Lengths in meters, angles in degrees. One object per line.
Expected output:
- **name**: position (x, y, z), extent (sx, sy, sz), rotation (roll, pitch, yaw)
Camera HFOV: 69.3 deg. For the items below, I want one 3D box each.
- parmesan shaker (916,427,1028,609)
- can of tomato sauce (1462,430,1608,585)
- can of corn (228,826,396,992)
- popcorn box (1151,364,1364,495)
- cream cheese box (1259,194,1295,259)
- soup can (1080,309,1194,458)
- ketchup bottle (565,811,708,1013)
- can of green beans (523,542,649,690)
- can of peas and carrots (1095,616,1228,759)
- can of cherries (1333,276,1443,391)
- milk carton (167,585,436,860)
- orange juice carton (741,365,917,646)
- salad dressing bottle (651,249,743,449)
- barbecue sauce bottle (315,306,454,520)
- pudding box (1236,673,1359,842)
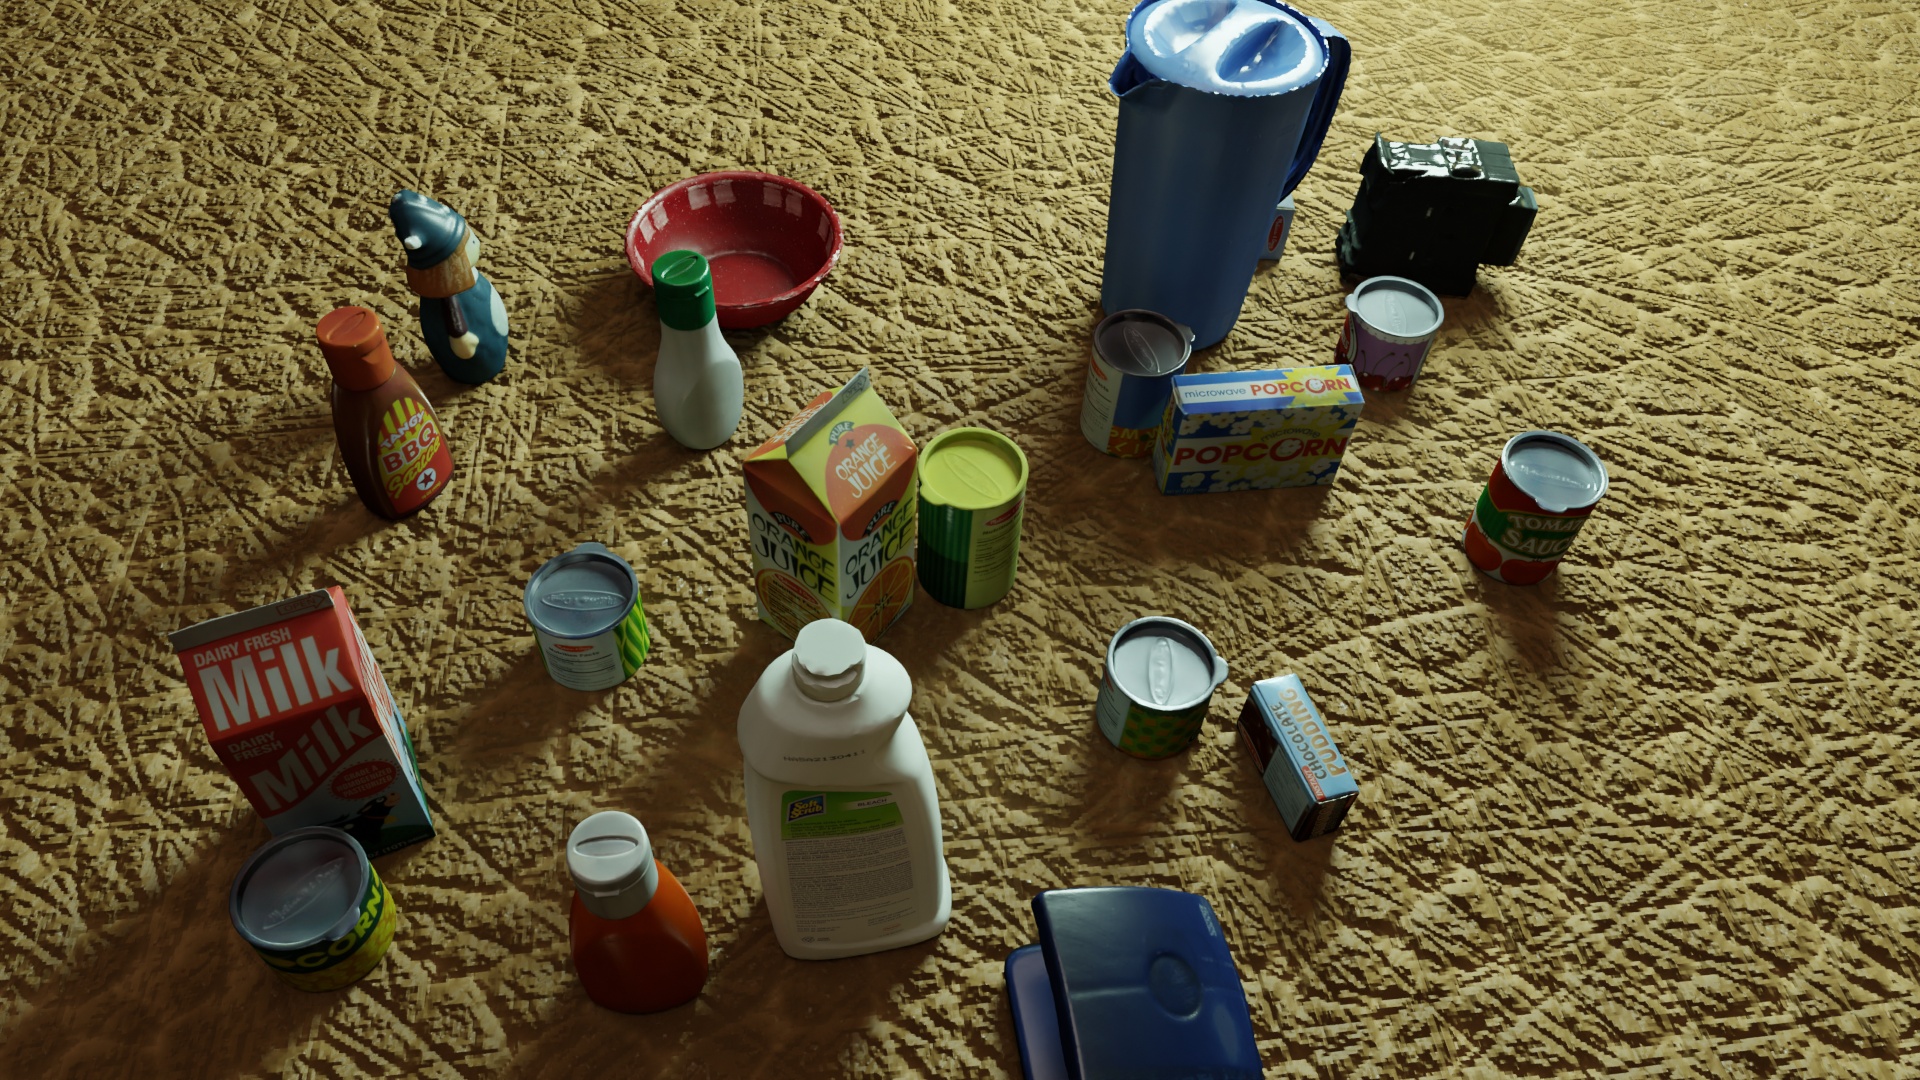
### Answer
- **parmesan shaker**: position (0.003, -0.011, 0.870), extent (0.071, 0.102, 0.072), rotation (2, 51, -2)
- **can of tomato sauce**: position (0.375, -0.019, 0.912), extent (0.071, 0.082, 0.071), rotation (2, 51, -2)
- **can of corn**: position (-0.329, 0.192, 0.713), extent (0.071, 0.058, 0.071), rotation (2, 51, -2)
- **popcorn box**: position (0.200, -0.075, 0.945), extent (0.127, 0.084, 0.038), rotation (-4, 52, -7)
- **cream cheese box**: position (0.251, -0.283, 1.138), extent (0.024, 0.053, 0.104), rotation (3, 51, -1)
- **soup can**: position (0.123, -0.109, 0.969), extent (0.071, 0.083, 0.072), rotation (2, 51, -2)
- **ketchup bottle**: position (-0.160, 0.182, 0.673), extent (0.065, 0.148, 0.044), rotation (-3, 52, -6)
- **can of green beans**: position (-0.224, 0.048, 0.836), extent (0.071, 0.057, 0.071), rotation (2, 51, -2)
- **can of peas and carrots**: position (0.118, 0.088, 0.825), extent (0.071, 0.058, 0.071), rotation (2, 51, -2)
- **can of cherries**: position (0.315, -0.154, 1.034), extent (0.071, 0.058, 0.072), rotation (2, 51, -2)
- **milk carton**: position (-0.332, 0.091, 0.710), extent (0.072, 0.189, 0.074), rotation (-19, 55, -18)
- **orange juice carton**: position (-0.075, -0.014, 0.810), extent (0.073, 0.191, 0.072), rotation (31, 56, 20)
- **salad dressing bottle**: position (-0.177, -0.125, 0.922), extent (0.044, 0.146, 0.064), rotation (36, 58, 23)
- **barbecue sauce bottle**: position (-0.365, -0.081, 0.874), extent (0.044, 0.147, 0.065), rotation (27, 54, 17)
- **pudding box**: position (0.194, 0.125, 0.806), extent (0.030, 0.049, 0.084), rotation (-13, 53, -13)
